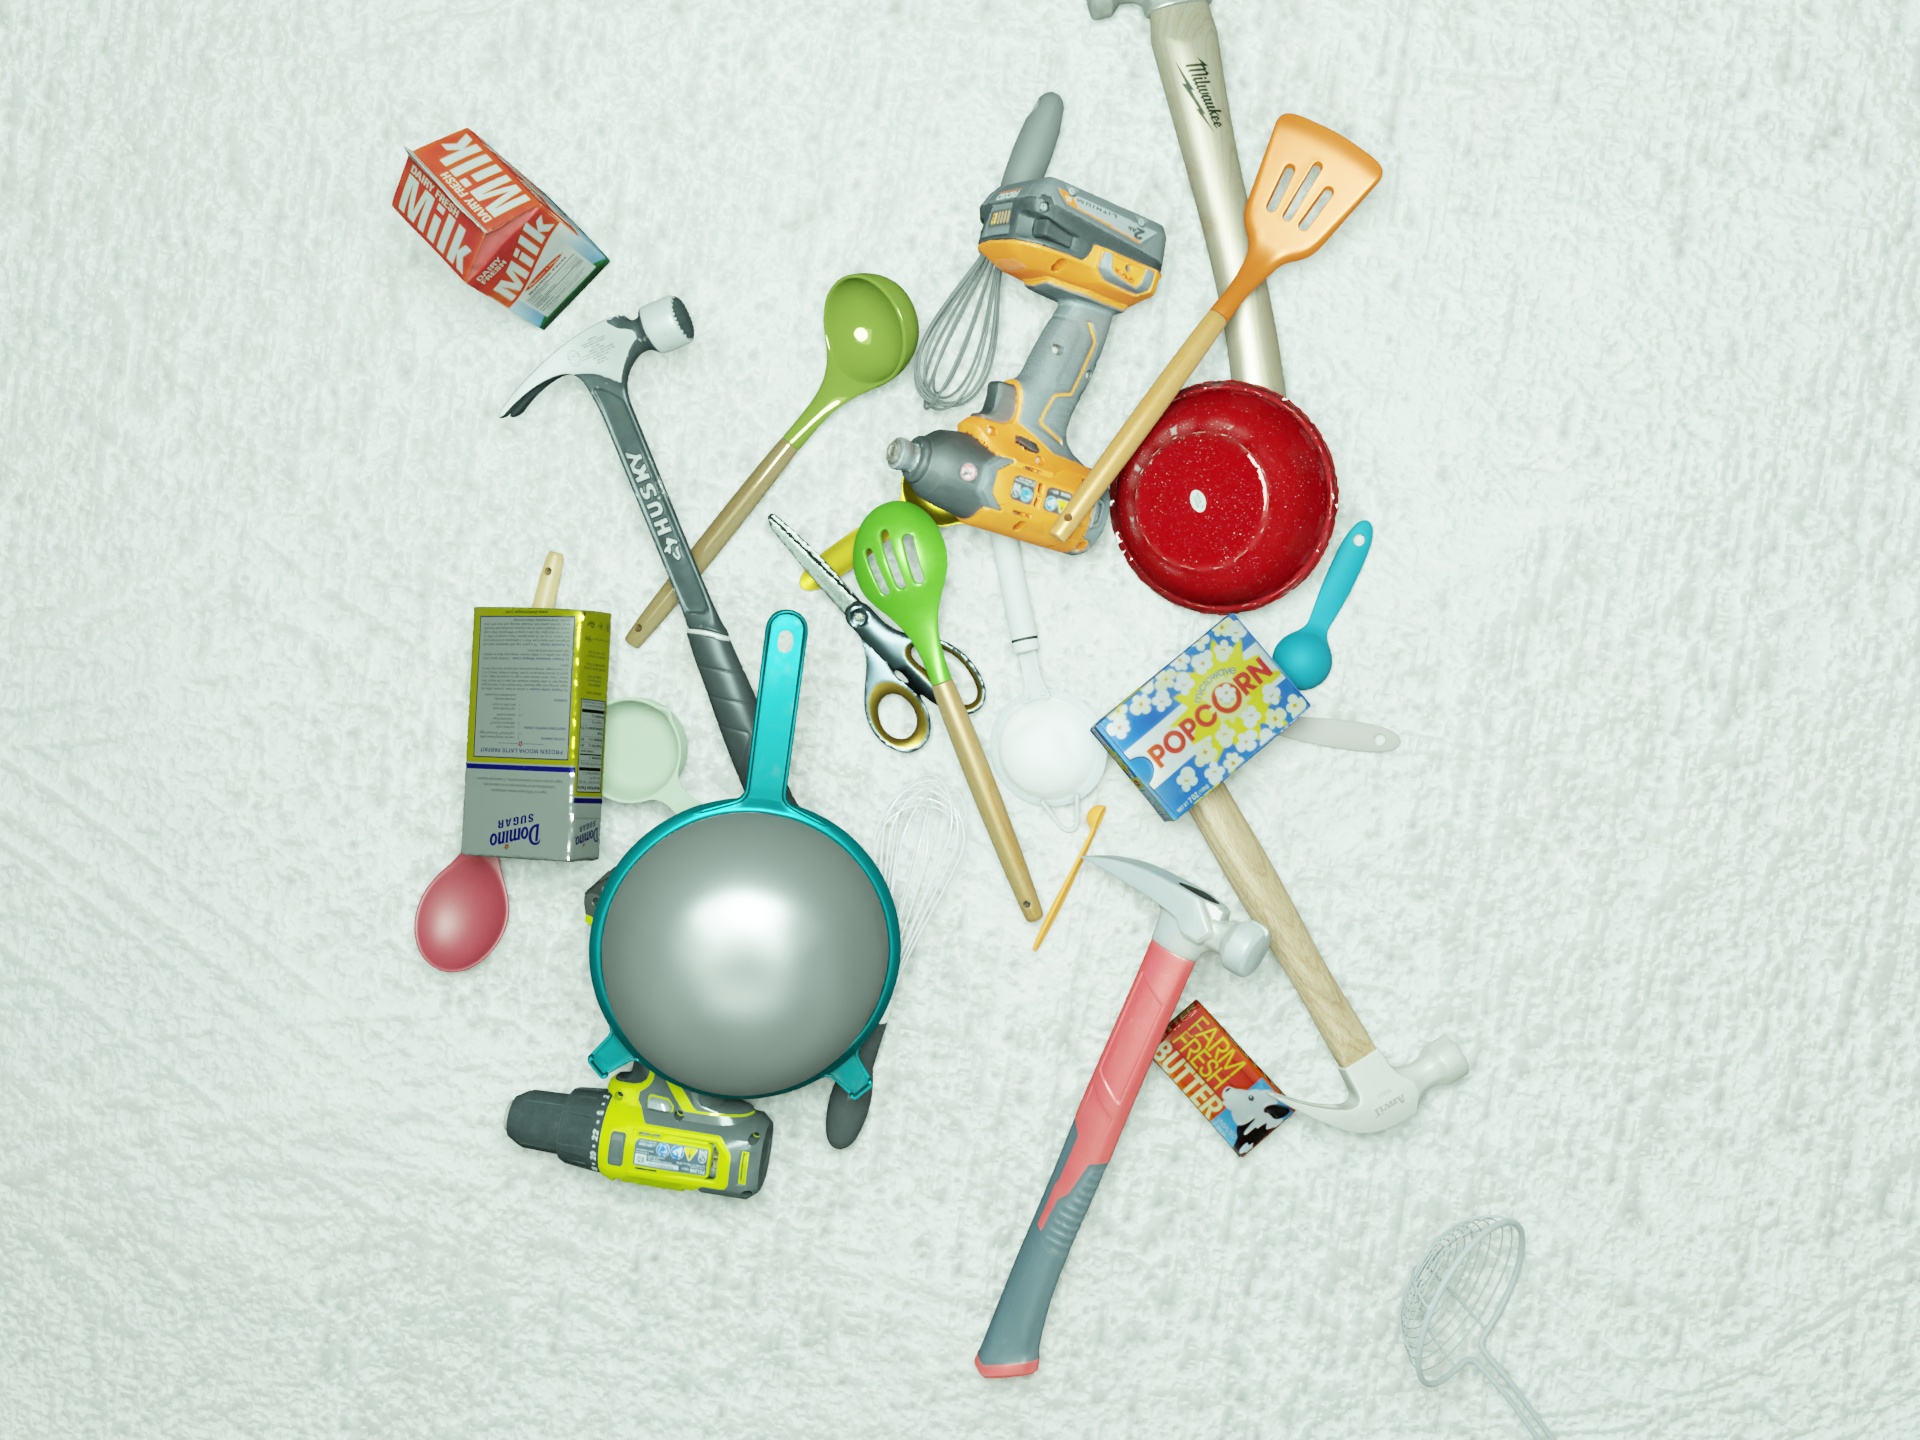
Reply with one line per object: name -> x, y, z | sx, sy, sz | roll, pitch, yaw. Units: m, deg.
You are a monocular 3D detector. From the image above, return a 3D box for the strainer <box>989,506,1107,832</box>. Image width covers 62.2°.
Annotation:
strainer -> 0.046, -0.045, 1.125 | 0.087, 0.050, 0.258 | -12, 88, 20

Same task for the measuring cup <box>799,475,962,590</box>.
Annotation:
measuring cup -> -0.051, -0.140, 1.139 | 0.156, 0.029, 0.062 | -33, 92, 17

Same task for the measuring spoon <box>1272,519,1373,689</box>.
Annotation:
measuring spoon -> 0.258, -0.081, 1.112 | 0.042, 0.021, 0.128 | 24, 95, 3

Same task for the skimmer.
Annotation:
skimmer -> 0.424, 0.502, 1.092 | 0.127, 0.090, 0.363 | -37, 92, -26

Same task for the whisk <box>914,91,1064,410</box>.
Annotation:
whisk -> 0.023, -0.327, 1.110 | 0.055, 0.055, 0.239 | 21, 90, 3

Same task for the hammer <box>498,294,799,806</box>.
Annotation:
hammer -> -0.190, -0.078, 1.121 | 0.149, 0.036, 0.409 | -18, 98, 14

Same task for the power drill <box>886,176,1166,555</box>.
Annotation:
power drill -> 0.042, -0.238, 1.065 | 0.164, 0.084, 0.226 | 12, 94, -32

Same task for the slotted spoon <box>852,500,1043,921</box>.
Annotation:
slotted spoon -> -0.002, -0.004, 1.118 | 0.070, 0.031, 0.313 | -19, 96, 18

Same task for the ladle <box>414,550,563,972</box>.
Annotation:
ladle -> -0.335, 0.030, 1.165 | 0.069, 0.031, 0.315 | 15, 92, 6

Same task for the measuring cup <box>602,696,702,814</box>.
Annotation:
measuring cup -> -0.203, 0.052, 1.150 | 0.167, 0.038, 0.083 | 45, 95, 0

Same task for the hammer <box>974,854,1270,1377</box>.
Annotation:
hammer -> 0.081, 0.287, 1.126 | 0.143, 0.038, 0.386 | 28, 102, 32

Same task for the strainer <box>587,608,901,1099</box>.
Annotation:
strainer -> -0.131, 0.100, 1.037 | 0.211, 0.095, 0.340 | 7, 98, -8

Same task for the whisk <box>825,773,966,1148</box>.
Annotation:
whisk -> -0.052, 0.175, 1.135 | 0.070, 0.070, 0.284 | 15, 98, 4

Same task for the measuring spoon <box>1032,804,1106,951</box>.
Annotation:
measuring spoon -> 0.075, 0.112, 1.138 | 0.011, 0.021, 0.117 | 27, 94, 16

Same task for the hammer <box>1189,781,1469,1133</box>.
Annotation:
hammer -> 0.218, 0.137, 1.115 | 0.130, 0.031, 0.331 | -30, 87, -8

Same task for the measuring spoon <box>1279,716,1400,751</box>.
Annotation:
measuring spoon -> 0.249, 0.007, 1.120 | 0.124, 0.018, 0.034 | 7, 93, 4

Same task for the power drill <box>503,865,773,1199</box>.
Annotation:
power drill -> -0.223, 0.221, 1.140 | 0.190, 0.080, 0.228 | 9, 96, 3

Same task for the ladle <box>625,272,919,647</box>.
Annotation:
ladle -> -0.142, -0.178, 1.126 | 0.078, 0.062, 0.320 | 43, 98, 18

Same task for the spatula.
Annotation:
spatula -> 0.157, -0.253, 1.057 | 0.081, 0.041, 0.322 | 35, 86, 11

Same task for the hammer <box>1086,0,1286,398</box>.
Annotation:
hammer -> 0.196, -0.335, 1.101 | 0.146, 0.038, 0.410 | -12, 92, 4
